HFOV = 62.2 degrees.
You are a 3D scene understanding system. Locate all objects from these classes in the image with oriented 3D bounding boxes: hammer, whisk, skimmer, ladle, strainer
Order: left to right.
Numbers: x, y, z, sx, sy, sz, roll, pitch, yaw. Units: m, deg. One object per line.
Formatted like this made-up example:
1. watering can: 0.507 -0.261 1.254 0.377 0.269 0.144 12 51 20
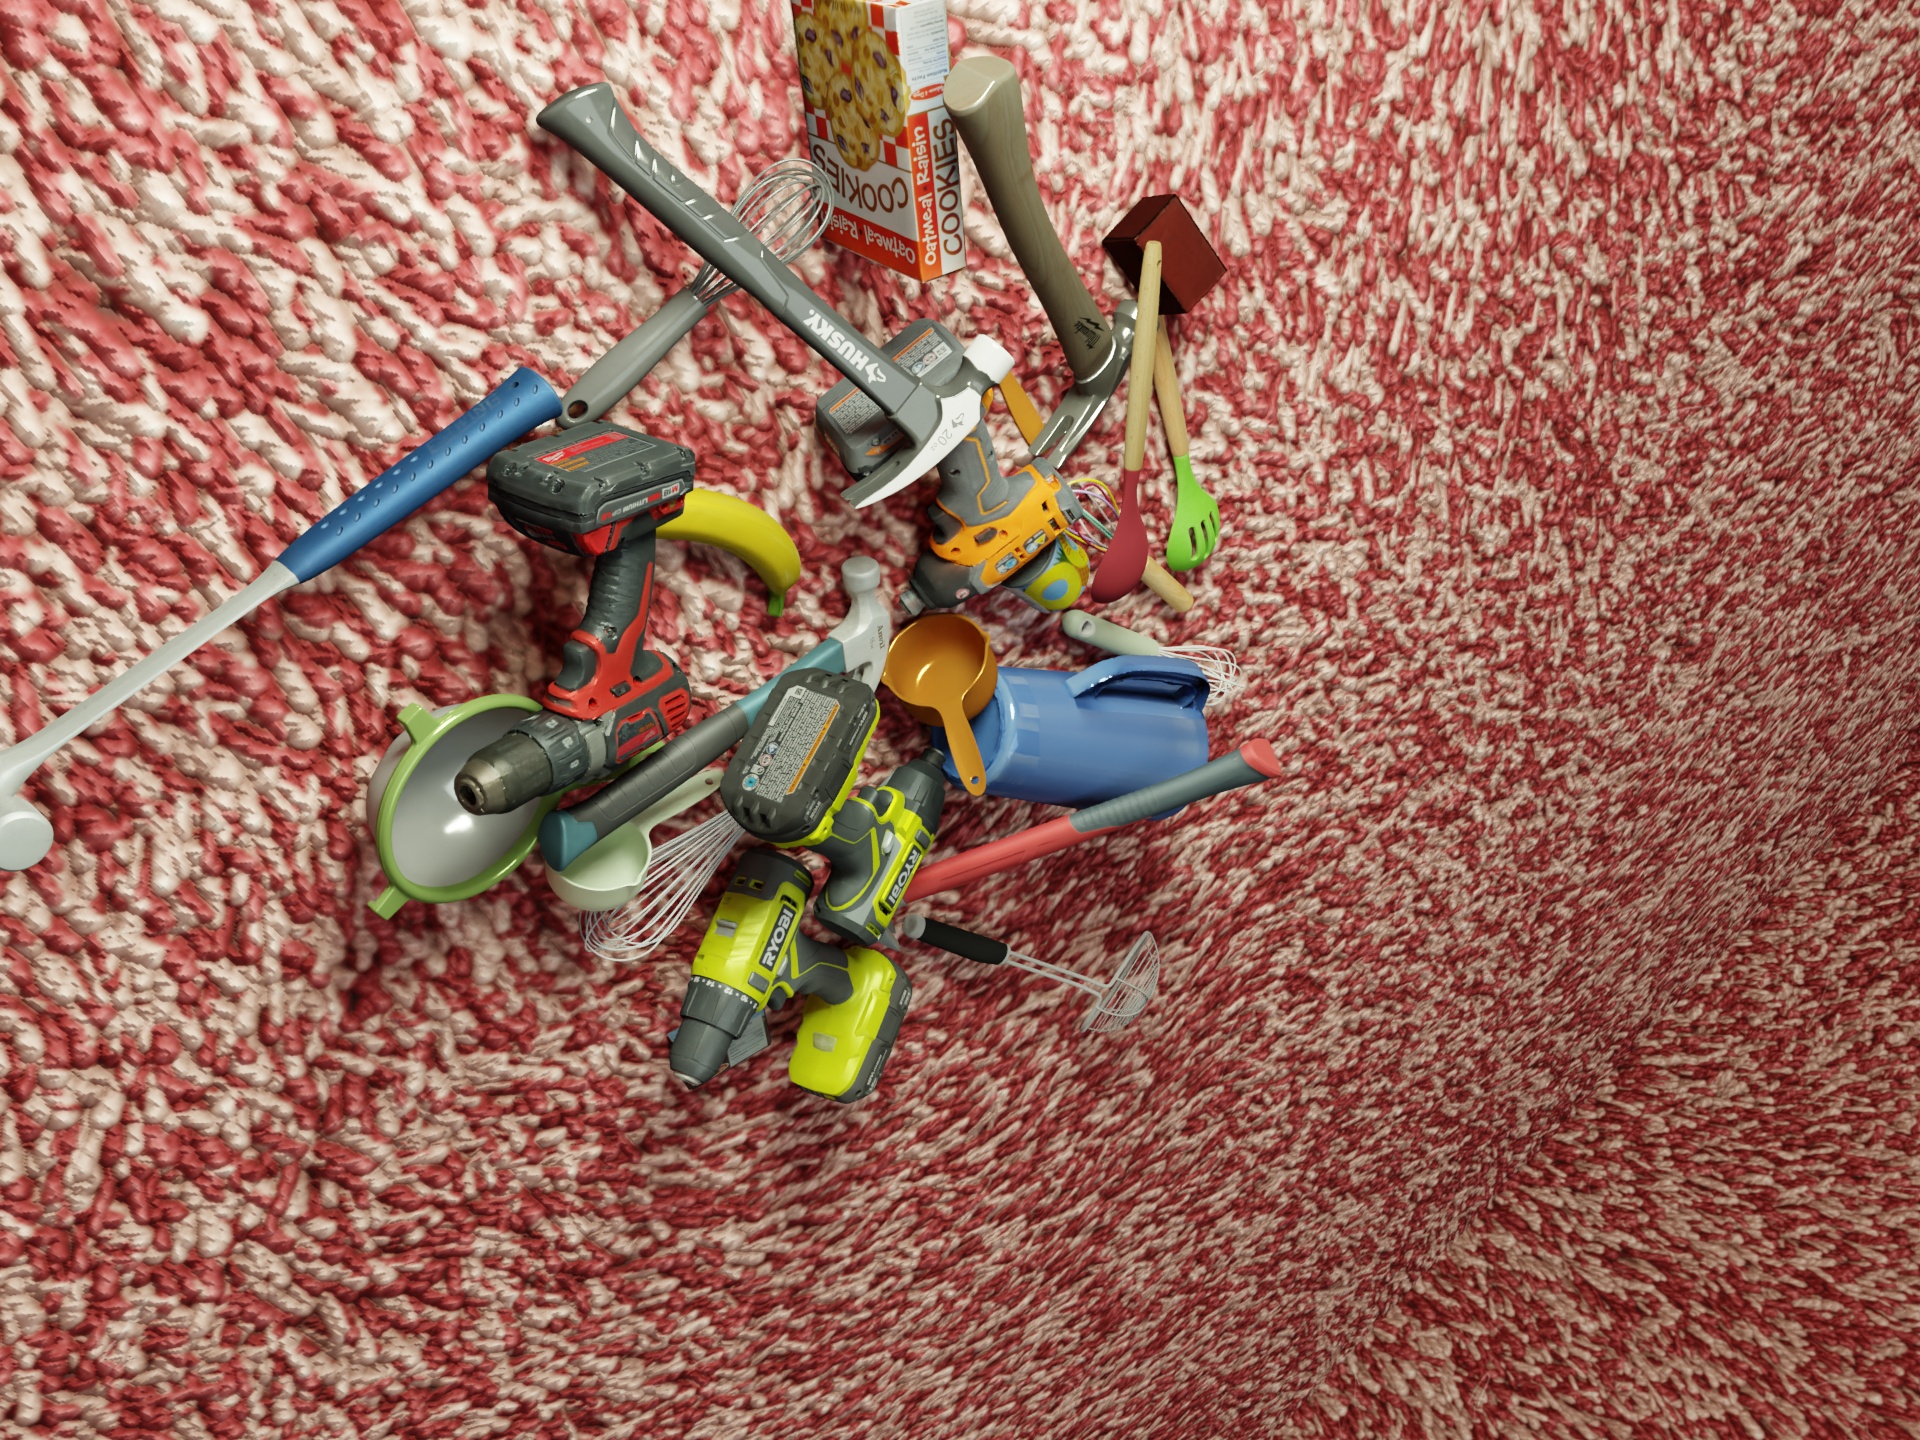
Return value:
1. hammer: -0.401 -0.082 0.917 0.405 0.144 0.035 -44 140 -24
2. strainer: -0.313 0.033 1.106 0.256 0.069 0.151 -16 127 -56
3. whisk: -0.175 -0.274 1.031 0.239 0.055 0.055 -45 138 -4
4. hammer: -0.174 0.005 1.183 0.331 0.033 0.128 -37 139 -33
5. whisk: -0.184 0.085 1.254 0.284 0.070 0.070 -41 137 -21
6. hammer: -0.124 -0.273 1.008 0.334 0.035 0.146 36 95 -31
7. skimmer: 0.071 0.235 1.598 0.363 0.090 0.127 24 102 -37
8. hammer: 0.054 -0.312 1.109 0.146 0.038 0.410 -56 159 -2
9. hammer: 0.092 0.104 1.386 0.386 0.038 0.143 -20 149 3
10. whisk: 0.151 -0.151 1.407 0.244 0.051 0.047 32 88 -51
11. ladle: 0.140 -0.228 1.276 0.069 0.031 0.315 -33 138 -40
12. whisk: 0.182 -0.062 1.490 0.246 0.059 0.058 17 97 -41

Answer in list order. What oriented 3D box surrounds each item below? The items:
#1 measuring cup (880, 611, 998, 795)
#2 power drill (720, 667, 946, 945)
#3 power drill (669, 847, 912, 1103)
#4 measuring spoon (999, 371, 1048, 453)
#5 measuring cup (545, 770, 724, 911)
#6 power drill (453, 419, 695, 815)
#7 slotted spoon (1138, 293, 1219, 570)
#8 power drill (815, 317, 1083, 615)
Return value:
1. measuring cup: -0.002 -0.004 1.275 0.095 0.174 0.052 -22 149 7
2. power drill: -0.085 0.060 1.240 0.171 0.080 0.223 -62 151 -17
3. power drill: -0.145 0.237 1.333 0.228 0.080 0.191 47 58 -49
4. measuring spoon: 0.049 -0.252 1.269 0.021 0.011 0.116 -46 138 -9
5. measuring cup: -0.241 0.087 1.203 0.167 0.083 0.038 -35 155 -43
6. power drill: -0.246 -0.058 1.006 0.188 0.080 0.226 -36 140 -51
7. slotted spoon: 0.186 -0.253 1.382 0.070 0.031 0.313 -40 135 -22
8. power drill: -0.016 -0.176 1.206 0.164 0.084 0.226 -38 142 4
